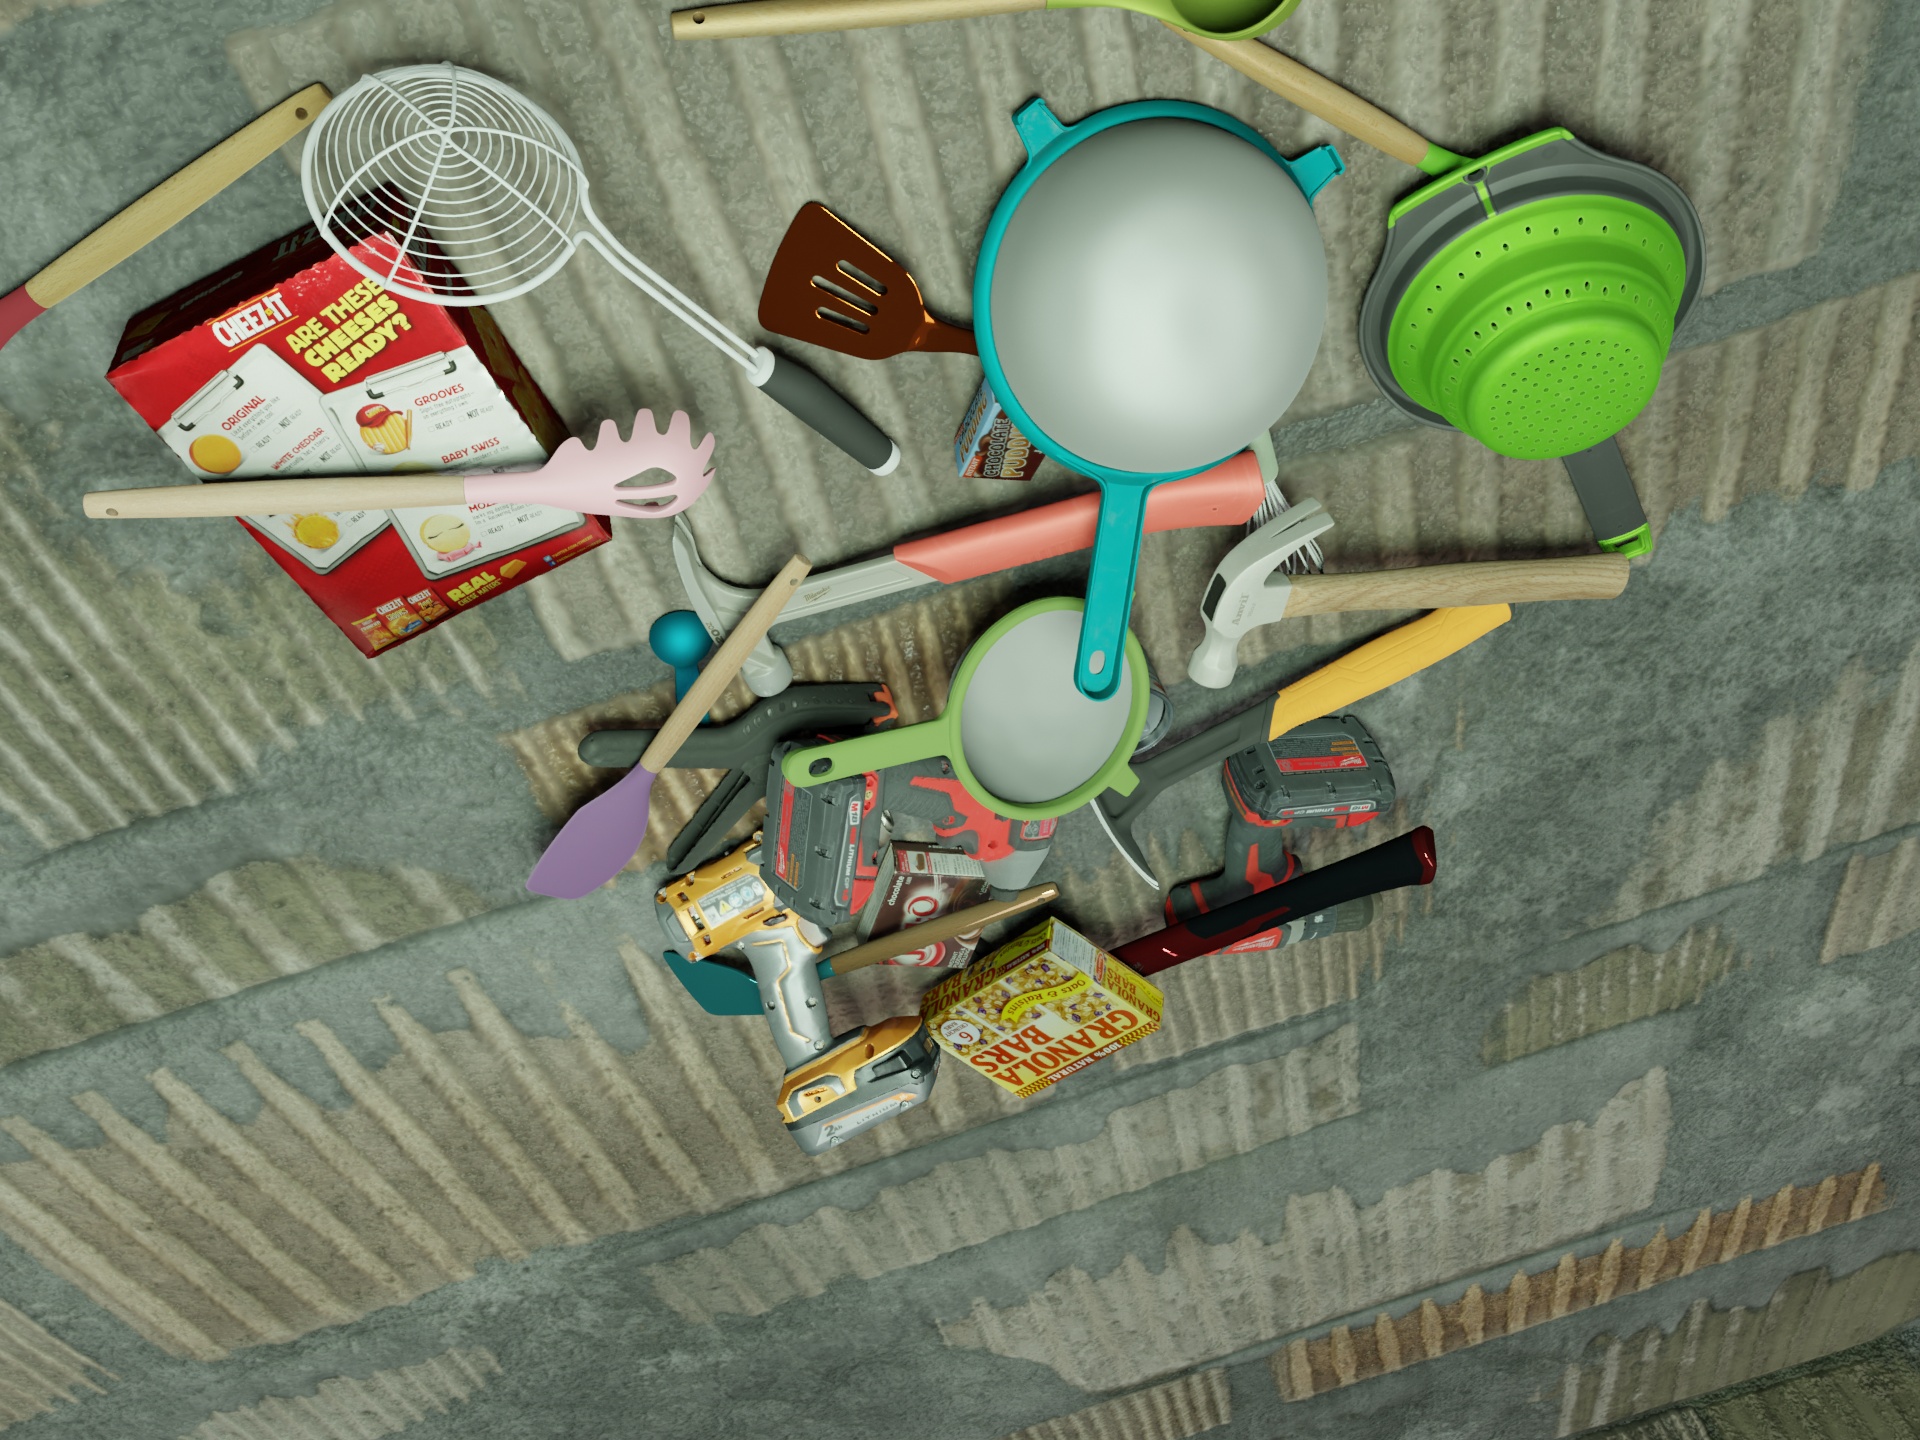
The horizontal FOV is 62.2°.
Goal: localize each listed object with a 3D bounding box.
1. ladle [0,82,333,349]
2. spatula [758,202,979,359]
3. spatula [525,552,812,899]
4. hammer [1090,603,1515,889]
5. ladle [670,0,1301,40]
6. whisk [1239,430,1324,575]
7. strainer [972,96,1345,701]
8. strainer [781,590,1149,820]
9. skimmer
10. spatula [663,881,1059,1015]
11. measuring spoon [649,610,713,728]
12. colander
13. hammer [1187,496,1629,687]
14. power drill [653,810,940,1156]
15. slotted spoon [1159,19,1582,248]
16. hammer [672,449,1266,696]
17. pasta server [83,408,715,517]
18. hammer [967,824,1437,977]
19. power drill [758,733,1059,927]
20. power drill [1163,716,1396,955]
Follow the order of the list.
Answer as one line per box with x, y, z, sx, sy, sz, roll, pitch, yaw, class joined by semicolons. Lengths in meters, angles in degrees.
-0.441;-0.226;0.792;0.315;0.031;0.069;-30;136;9;ladle
0.042;-0.221;0.945;0.322;0.041;0.081;8;130;-29;spatula
-0.186;0.012;1.028;0.059;0.018;0.316;18;123;-38;spatula
0.250;-0.006;1.153;0.337;0.127;0.034;-28;161;2;hammer
0.017;-0.363;0.784;0.320;0.078;0.062;-7;177;-5;ladle
0.193;-0.154;1.023;0.058;0.059;0.246;-58;144;-24;whisk
0.111;-0.165;0.881;0.211;0.095;0.340;3;107;-16;strainer
-0.002;-0.003;1.030;0.256;0.069;0.151;-13;113;-23;strainer
-0.169;-0.213;0.850;0.090;0.127;0.363;-7;158;33;skimmer
-0.075;0.171;1.223;0.317;0.044;0.082;-20;127;11;spatula
-0.180;-0.018;1.063;0.042;0.021;0.128;-9;134;-9;measuring spoon
0.392;-0.186;1.008;0.204;0.095;0.396;-22;141;24;colander
0.316;-0.093;1.077;0.331;0.031;0.130;-5;132;-20;hammer
-0.095;0.180;1.167;0.185;0.084;0.226;-29;92;8;power drill
0.241;-0.333;0.897;0.313;0.031;0.070;16;131;-26;slotted spoon
0.008;-0.113;0.989;0.359;0.037;0.149;-14;136;9;hammer
-0.287;-0.124;0.834;0.316;0.040;0.060;-4;130;-9;pasta server
0.185;0.156;1.235;0.386;0.038;0.143;-28;123;33;hammer
-0.023;0.070;1.101;0.219;0.079;0.143;-6;112;-36;power drill
0.275;0.104;1.277;0.188;0.080;0.226;-3;135;-13;power drill
